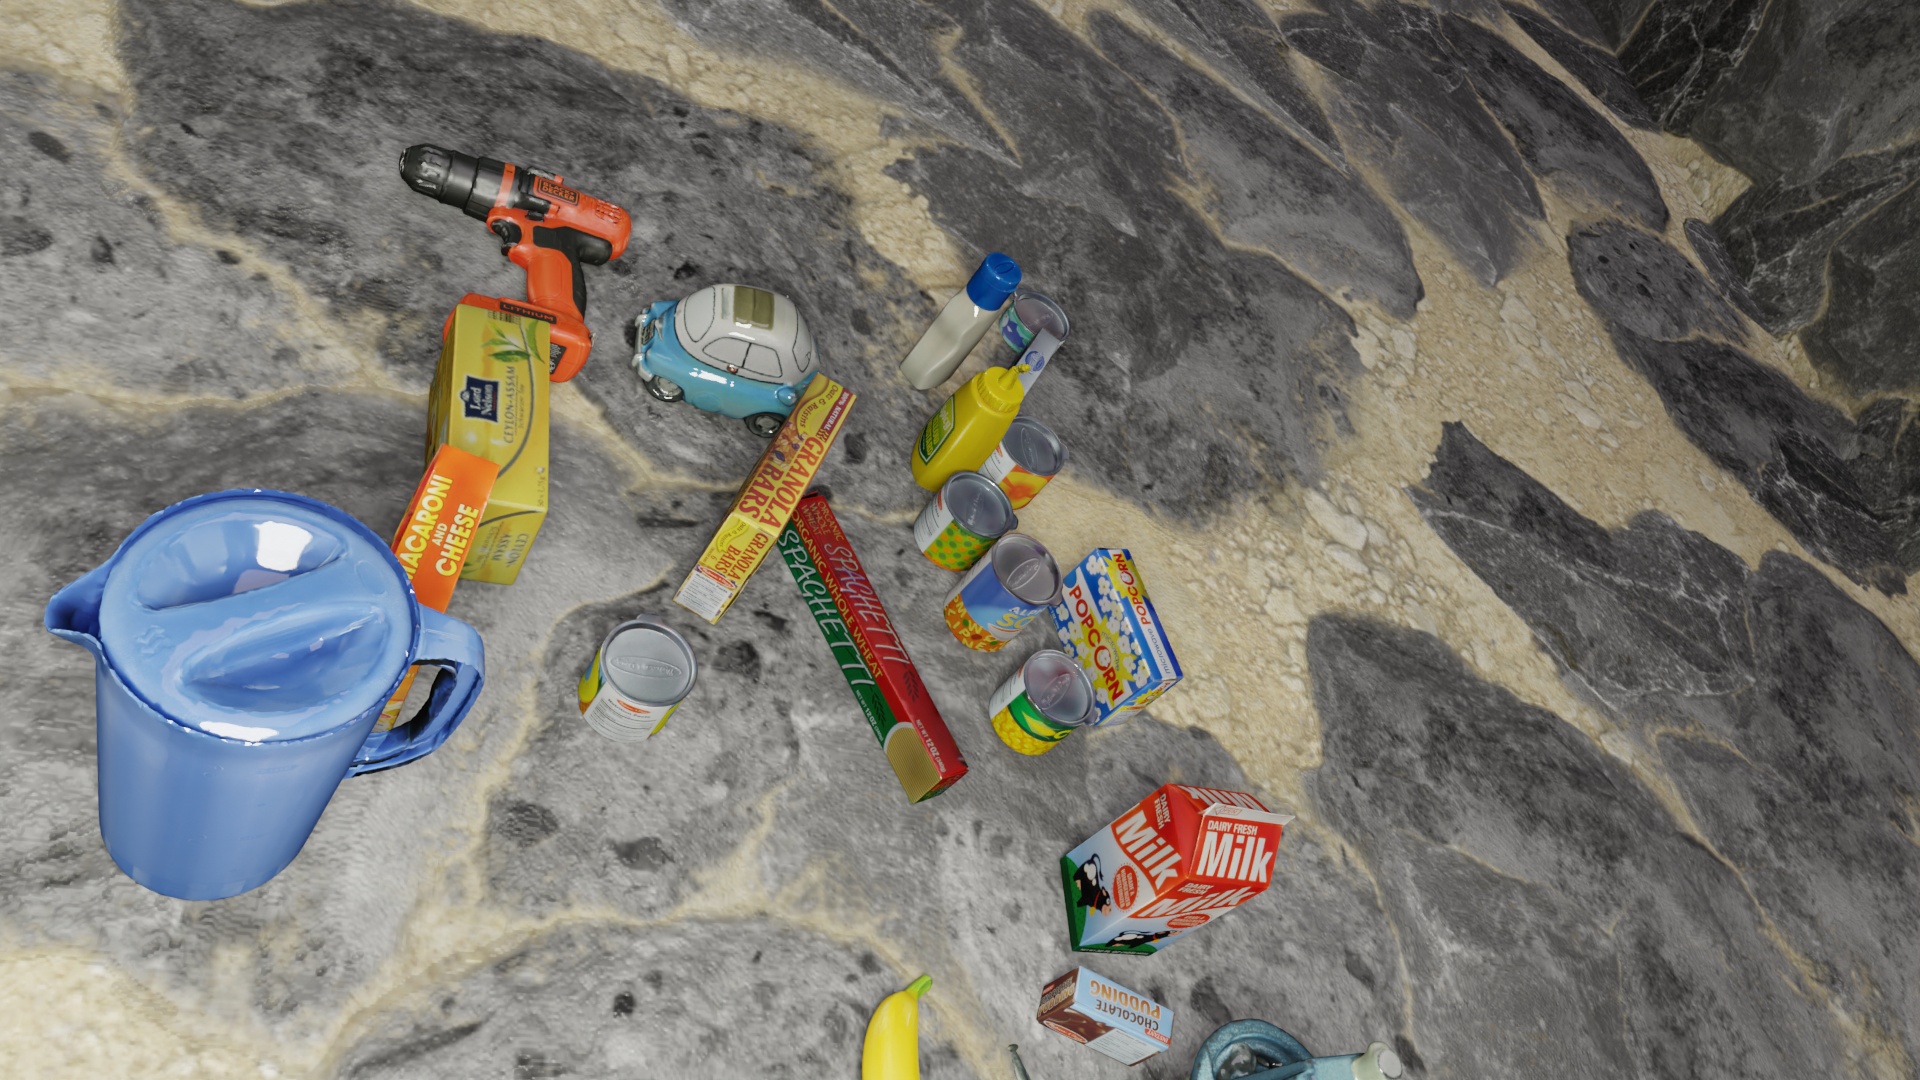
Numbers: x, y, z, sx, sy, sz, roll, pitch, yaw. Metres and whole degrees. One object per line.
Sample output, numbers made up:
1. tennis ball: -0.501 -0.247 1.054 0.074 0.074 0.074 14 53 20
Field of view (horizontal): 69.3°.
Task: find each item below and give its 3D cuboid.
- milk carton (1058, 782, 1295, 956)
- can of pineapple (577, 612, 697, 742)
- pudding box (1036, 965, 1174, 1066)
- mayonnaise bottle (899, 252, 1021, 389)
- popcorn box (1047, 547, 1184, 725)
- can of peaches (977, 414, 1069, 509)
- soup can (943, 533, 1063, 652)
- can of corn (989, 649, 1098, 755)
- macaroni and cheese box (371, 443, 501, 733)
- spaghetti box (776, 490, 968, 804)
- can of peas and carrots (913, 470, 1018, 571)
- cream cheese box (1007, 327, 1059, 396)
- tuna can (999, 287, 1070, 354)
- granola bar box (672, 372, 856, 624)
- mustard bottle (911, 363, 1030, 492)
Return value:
1. milk carton: 0.152 0.230 0.992 0.072 0.189 0.074 13 51 -27
2. can of pineapple: -0.218 0.094 0.937 0.071 0.057 0.071 18 49 -22
3. pudding box: 0.102 0.336 0.977 0.083 0.049 0.030 29 46 -13
4. mayonnaise bottle: 0.003 -0.196 1.244 0.041 0.147 0.065 49 45 7
5. popcorn box: 0.126 0.081 1.162 0.038 0.084 0.127 -1 59 -35
6. can of peaches: 0.053 -0.069 1.245 0.071 0.057 0.071 18 49 -22
7. soup can: 0.035 0.046 1.128 0.071 0.083 0.072 18 49 -22
8. can of corn: 0.066 0.131 1.102 0.071 0.058 0.071 18 49 -22
9. macaroni and cheese box: -0.329 0.039 0.826 0.040 0.165 0.124 22 48 -19
10. spaghetti box: -0.073 0.078 1.053 0.029 0.050 0.250 -14 66 -40
11. can of peas and carrots: 0.004 -0.015 1.170 0.071 0.058 0.071 18 49 -22
12. cream cheese box: 0.056 -0.155 1.316 0.024 0.053 0.104 37 45 -5
13. tuna can: 0.072 -0.216 1.389 0.071 0.032 0.071 18 49 -22
14. granola bar box: -0.144 -0.032 1.036 0.039 0.123 0.166 32 45 -10
15. mustard bottle: 0.012 -0.103 1.171 0.049 0.159 0.065 16 50 -24
